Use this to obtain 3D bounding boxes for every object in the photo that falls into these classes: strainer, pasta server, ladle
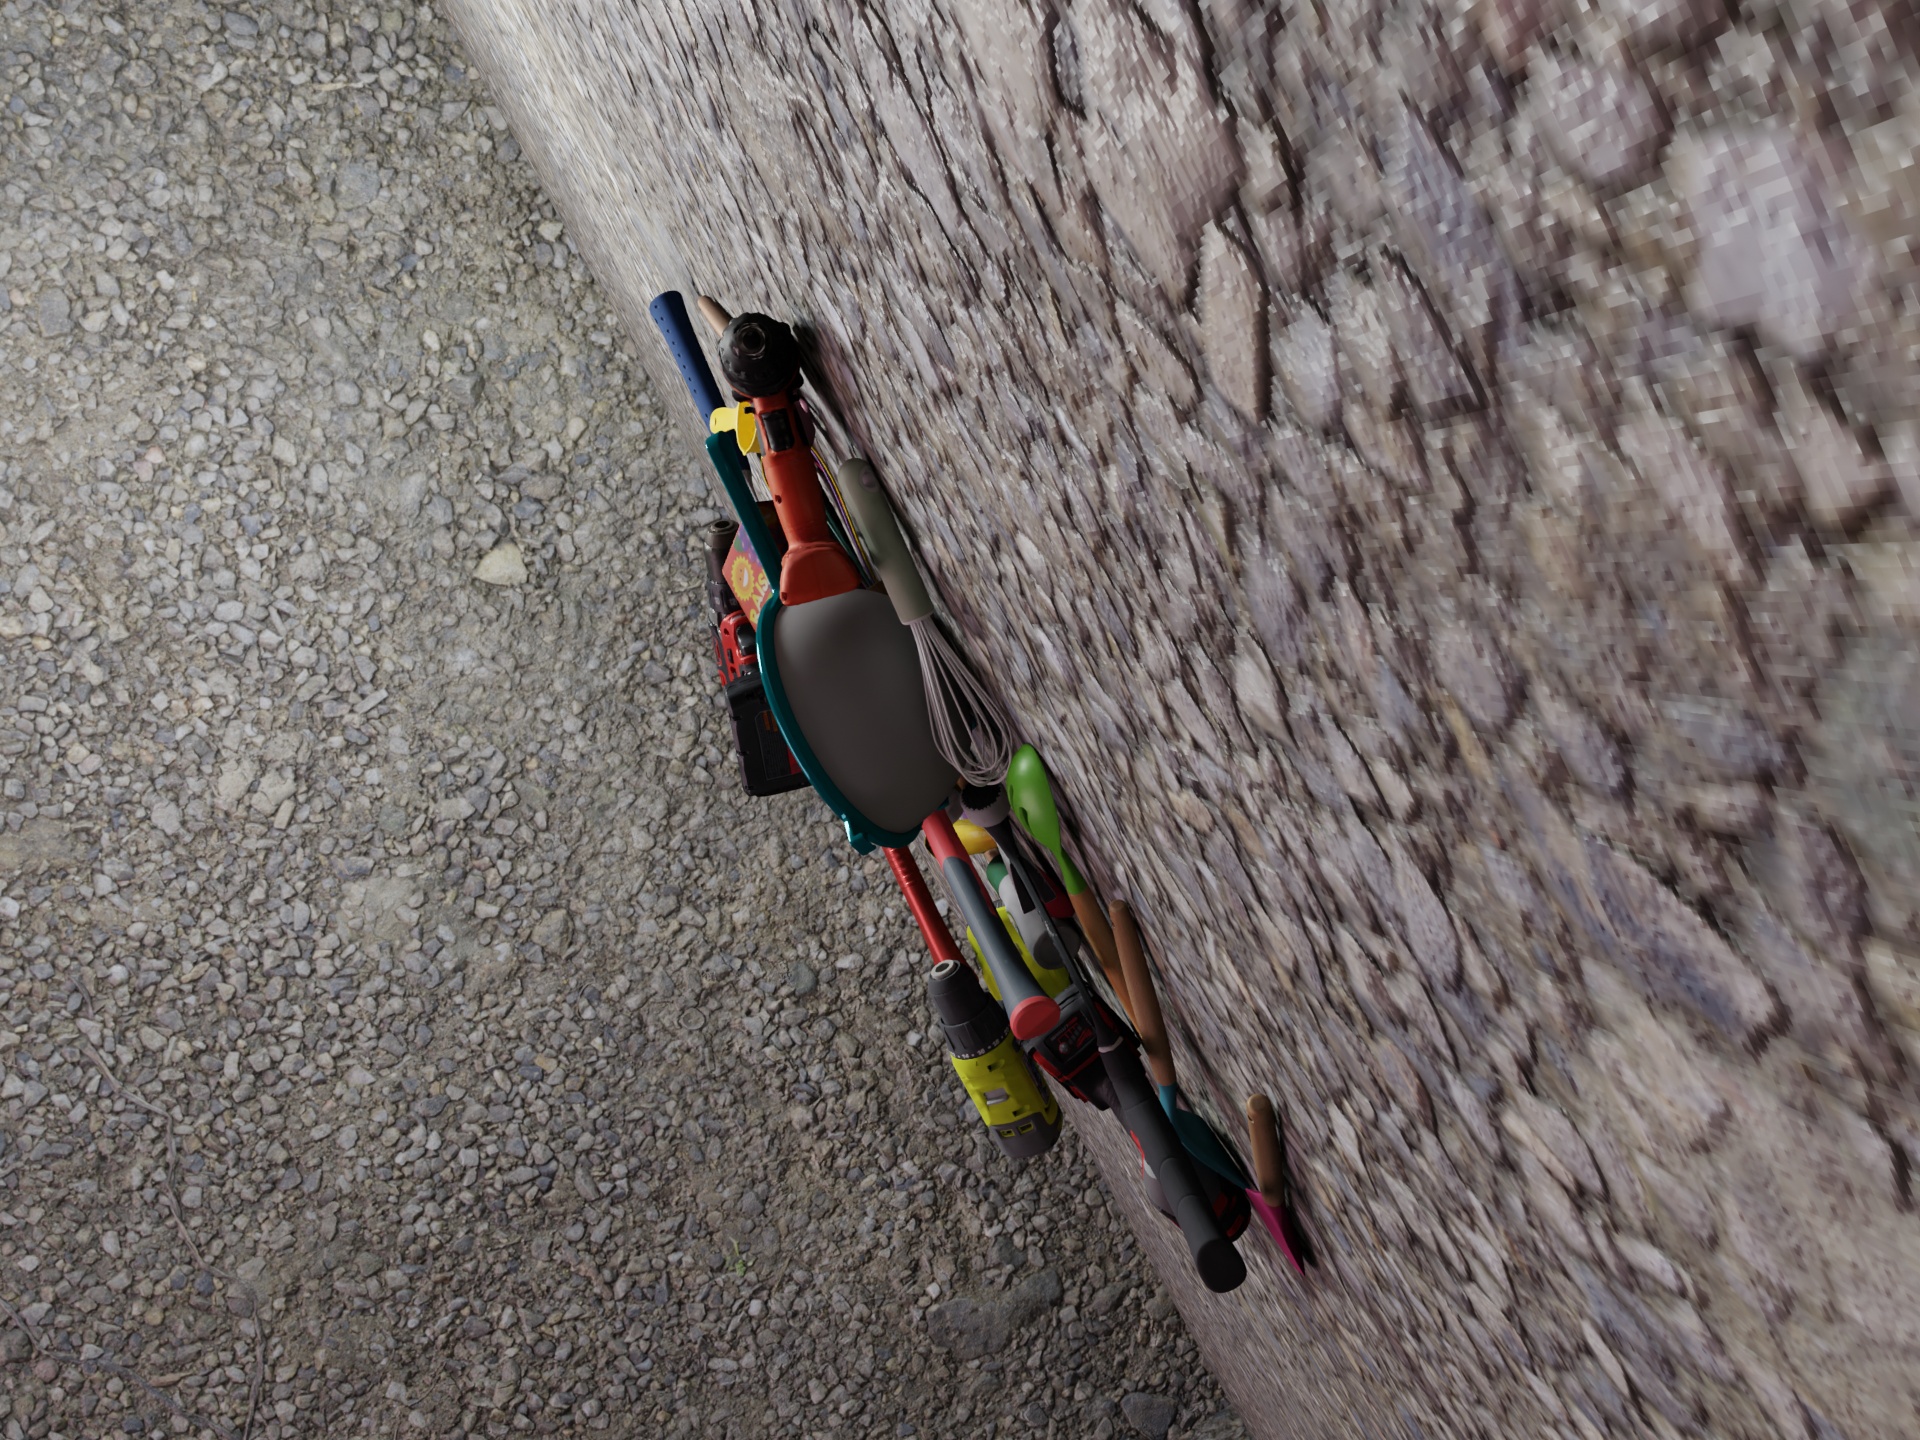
[{"bbox_3d":[-0.081,-0.076,1.180,0.340,0.095,0.211,64,-161,1],"label":"strainer"},{"bbox_3d":[-0.174,-0.285,1.279,0.060,0.040,0.317,59,177,-39],"label":"pasta server"},{"bbox_3d":[0.021,0.076,1.442,0.316,0.031,0.069,56,175,49],"label":"ladle"}]

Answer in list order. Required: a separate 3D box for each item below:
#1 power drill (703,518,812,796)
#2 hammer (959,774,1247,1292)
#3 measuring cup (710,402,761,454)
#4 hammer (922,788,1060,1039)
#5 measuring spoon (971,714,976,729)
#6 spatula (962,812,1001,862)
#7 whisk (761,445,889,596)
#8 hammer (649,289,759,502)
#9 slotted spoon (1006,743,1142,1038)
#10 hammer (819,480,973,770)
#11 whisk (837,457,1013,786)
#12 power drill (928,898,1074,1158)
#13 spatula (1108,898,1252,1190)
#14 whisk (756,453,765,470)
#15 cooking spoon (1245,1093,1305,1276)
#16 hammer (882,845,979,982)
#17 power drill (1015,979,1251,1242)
[{"bbox_3d":[-0.185,-0.059,1.432,0.227,0.080,0.187,-118,18,-53],"label":"power drill"},{"bbox_3d":[0.101,0.222,1.144,0.409,0.036,0.149,63,180,42],"label":"hammer"},{"bbox_3d":[-0.184,-0.257,1.361,0.157,0.029,0.062,-160,73,-65],"label":"measuring cup"},{"bbox_3d":[-0.007,0.117,1.264,0.143,0.038,0.387,45,-173,-29],"label":"hammer"},{"bbox_3d":[-0.002,-0.004,1.325,0.042,0.021,0.128,61,165,-9],"label":"measuring spoon"},{"bbox_3d":[0.026,0.126,1.659,0.316,0.018,0.059,57,167,35],"label":"spatula"},{"bbox_3d":[-0.087,-0.126,1.297,0.245,0.047,0.051,57,173,-5],"label":"whisk"},{"bbox_3d":[-0.194,-0.218,1.455,0.144,0.035,0.406,111,135,-73],"label":"hammer"},{"bbox_3d":[0.093,0.138,1.148,0.313,0.031,0.070,63,177,-37],"label":"slotted spoon"},{"bbox_3d":[-0.086,-0.105,1.416,0.334,0.035,0.146,63,172,-27],"label":"hammer"},{"bbox_3d":[-0.026,-0.064,1.085,0.059,0.058,0.246,-12,108,41],"label":"whisk"},{"bbox_3d":[0.039,0.257,1.450,0.190,0.080,0.229,63,-160,-18],"label":"power drill"},{"bbox_3d":[0.152,0.234,1.140,0.082,0.044,0.317,55,168,51],"label":"spatula"},{"bbox_3d":[-0.153,-0.196,1.509,0.238,0.055,0.055,67,172,-21],"label":"whisk"},{"bbox_3d":[0.206,0.306,1.048,0.069,0.017,0.318,55,173,34],"label":"cooking spoon"},{"bbox_3d":[-0.077,0.101,1.555,0.359,0.036,0.149,64,168,3],"label":"hammer"},{"bbox_3d":[0.142,0.322,1.300,0.143,0.078,0.220,49,180,-44],"label":"power drill"}]
